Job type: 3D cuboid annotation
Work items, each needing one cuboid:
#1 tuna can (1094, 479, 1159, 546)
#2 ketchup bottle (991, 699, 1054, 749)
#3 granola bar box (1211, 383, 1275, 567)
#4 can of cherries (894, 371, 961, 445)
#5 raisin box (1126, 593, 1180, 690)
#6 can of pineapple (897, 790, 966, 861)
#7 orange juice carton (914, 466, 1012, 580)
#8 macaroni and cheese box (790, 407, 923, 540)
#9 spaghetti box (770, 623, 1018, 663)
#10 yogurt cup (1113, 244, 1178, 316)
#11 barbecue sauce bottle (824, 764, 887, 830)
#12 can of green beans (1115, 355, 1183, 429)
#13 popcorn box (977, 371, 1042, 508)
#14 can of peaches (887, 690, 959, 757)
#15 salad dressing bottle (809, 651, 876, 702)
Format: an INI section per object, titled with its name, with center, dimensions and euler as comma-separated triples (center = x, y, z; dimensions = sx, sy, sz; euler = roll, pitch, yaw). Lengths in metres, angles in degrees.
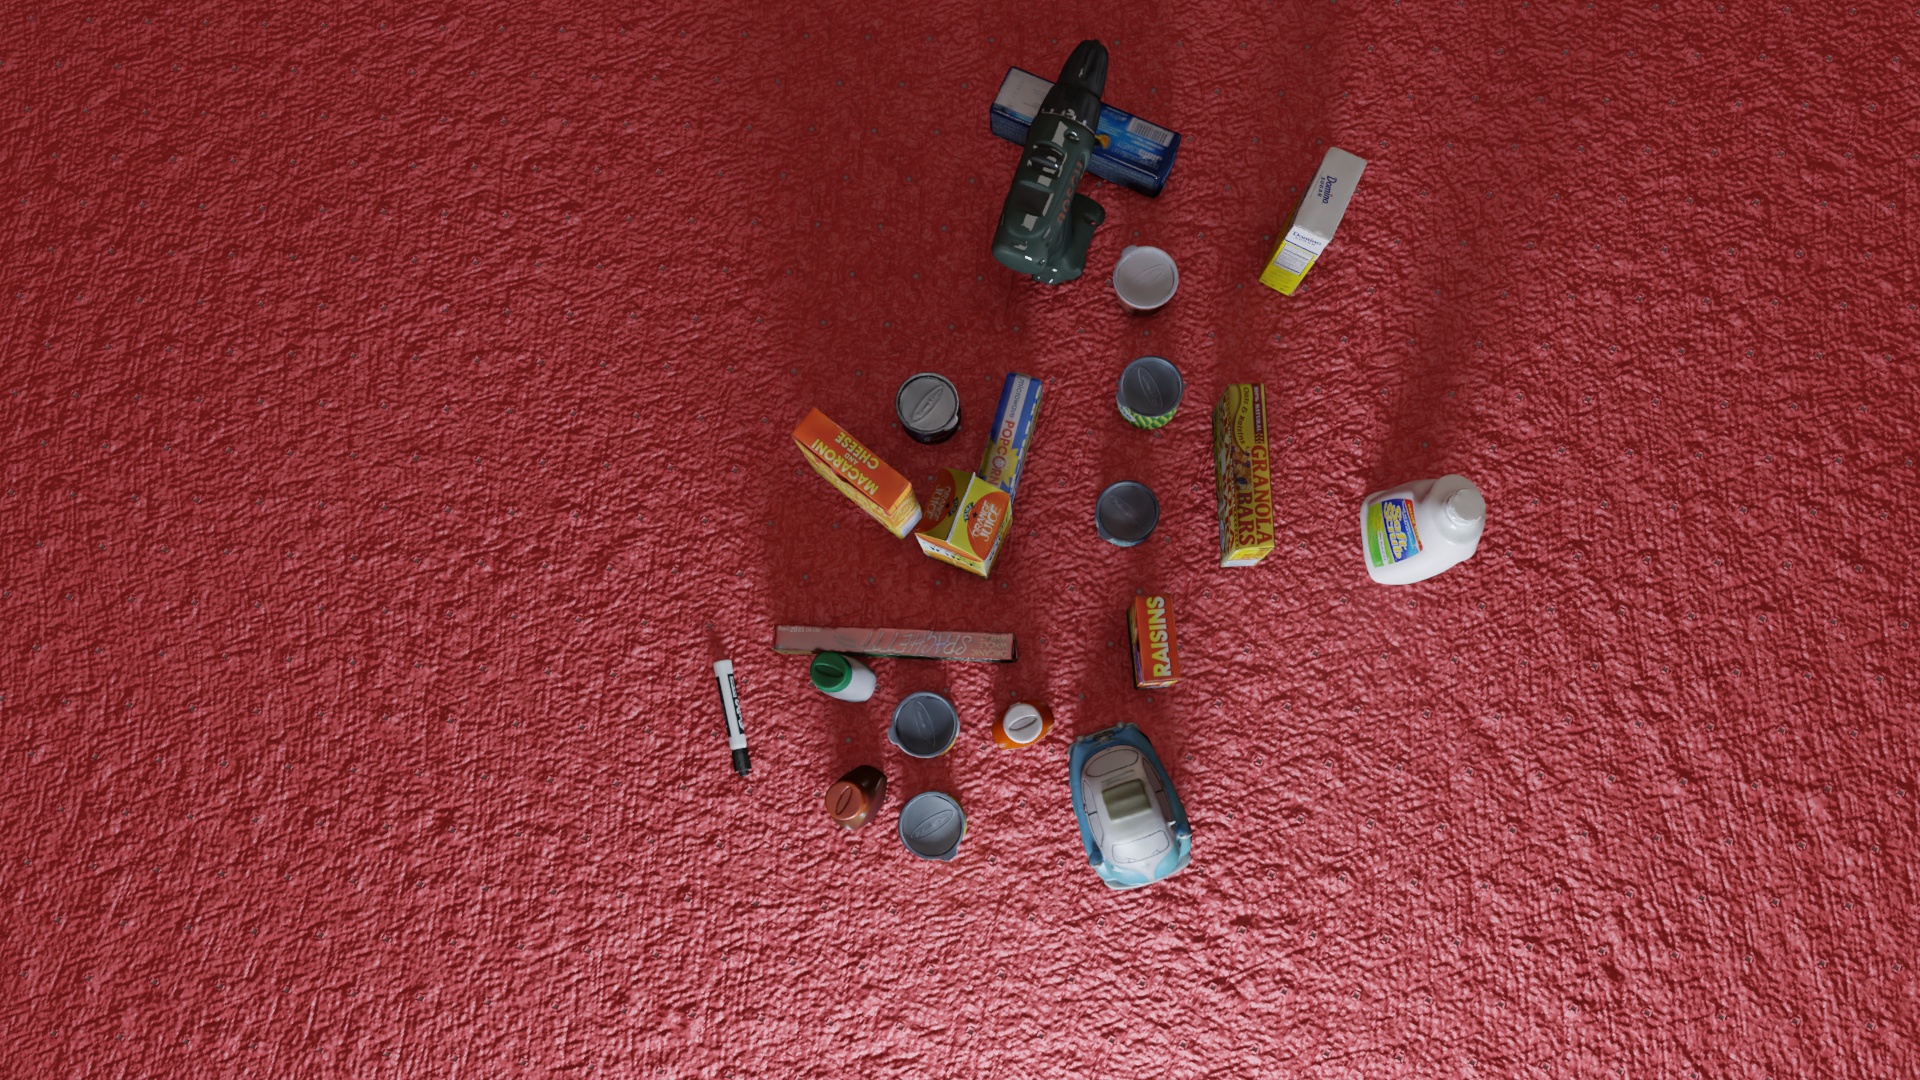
[tuna can]
center = 0.171, -0.026, 1.442
dimensions = 0.071, 0.033, 0.071
euler = 0, 80, 3
[ketchup bottle]
center = 0.060, 0.179, 1.354
dimensions = 0.065, 0.148, 0.043
euler = -24, 81, -1
[granola bar box]
center = 0.284, -0.063, 1.397
dimensions = 0.039, 0.124, 0.165
euler = -2, 81, 3
[can of cherries]
center = -0.031, -0.135, 1.457
dimensions = 0.071, 0.058, 0.071
euler = 0, 81, 3
[raisin box]
center = 0.189, 0.101, 1.374
dimensions = 0.040, 0.123, 0.086
euler = -4, 81, 2
[can of pineapple]
center = -0.027, 0.285, 1.386
dimensions = 0.071, 0.058, 0.071
euler = 0, 81, 3
[orange juice carton]
center = 0.005, -0.017, 1.367
dimensions = 0.073, 0.192, 0.072
euler = 22, 83, 6
[macaroni and cheese box]
center = -0.101, -0.063, 1.393
dimensions = 0.124, 0.166, 0.040
euler = 38, 85, 8
[spaghetti box]
center = -0.065, 0.106, 1.422
dimensions = 0.250, 0.050, 0.029
euler = 2, 81, 3
[yogurt cup]
center = 0.195, -0.271, 1.472
dimensions = 0.072, 0.054, 0.072
euler = 0, 81, 3
[barbecue sauce bottle]
center = -0.103, 0.251, 1.349
dimensions = 0.044, 0.148, 0.065
euler = 26, 83, 7
[can of green beans]
center = 0.197, -0.154, 1.450
dimensions = 0.071, 0.057, 0.071
euler = 0, 81, 3
[popcorn box]
center = 0.051, -0.102, 1.434
dimensions = 0.038, 0.085, 0.127
euler = 15, 82, 5
[can of peaches]
center = -0.037, 0.187, 1.403
dimensions = 0.071, 0.058, 0.071
euler = 0, 81, 3
[salad dressing bottle]
center = -0.119, 0.134, 1.370
dimensions = 0.064, 0.147, 0.044
euler = 17, 82, 5
